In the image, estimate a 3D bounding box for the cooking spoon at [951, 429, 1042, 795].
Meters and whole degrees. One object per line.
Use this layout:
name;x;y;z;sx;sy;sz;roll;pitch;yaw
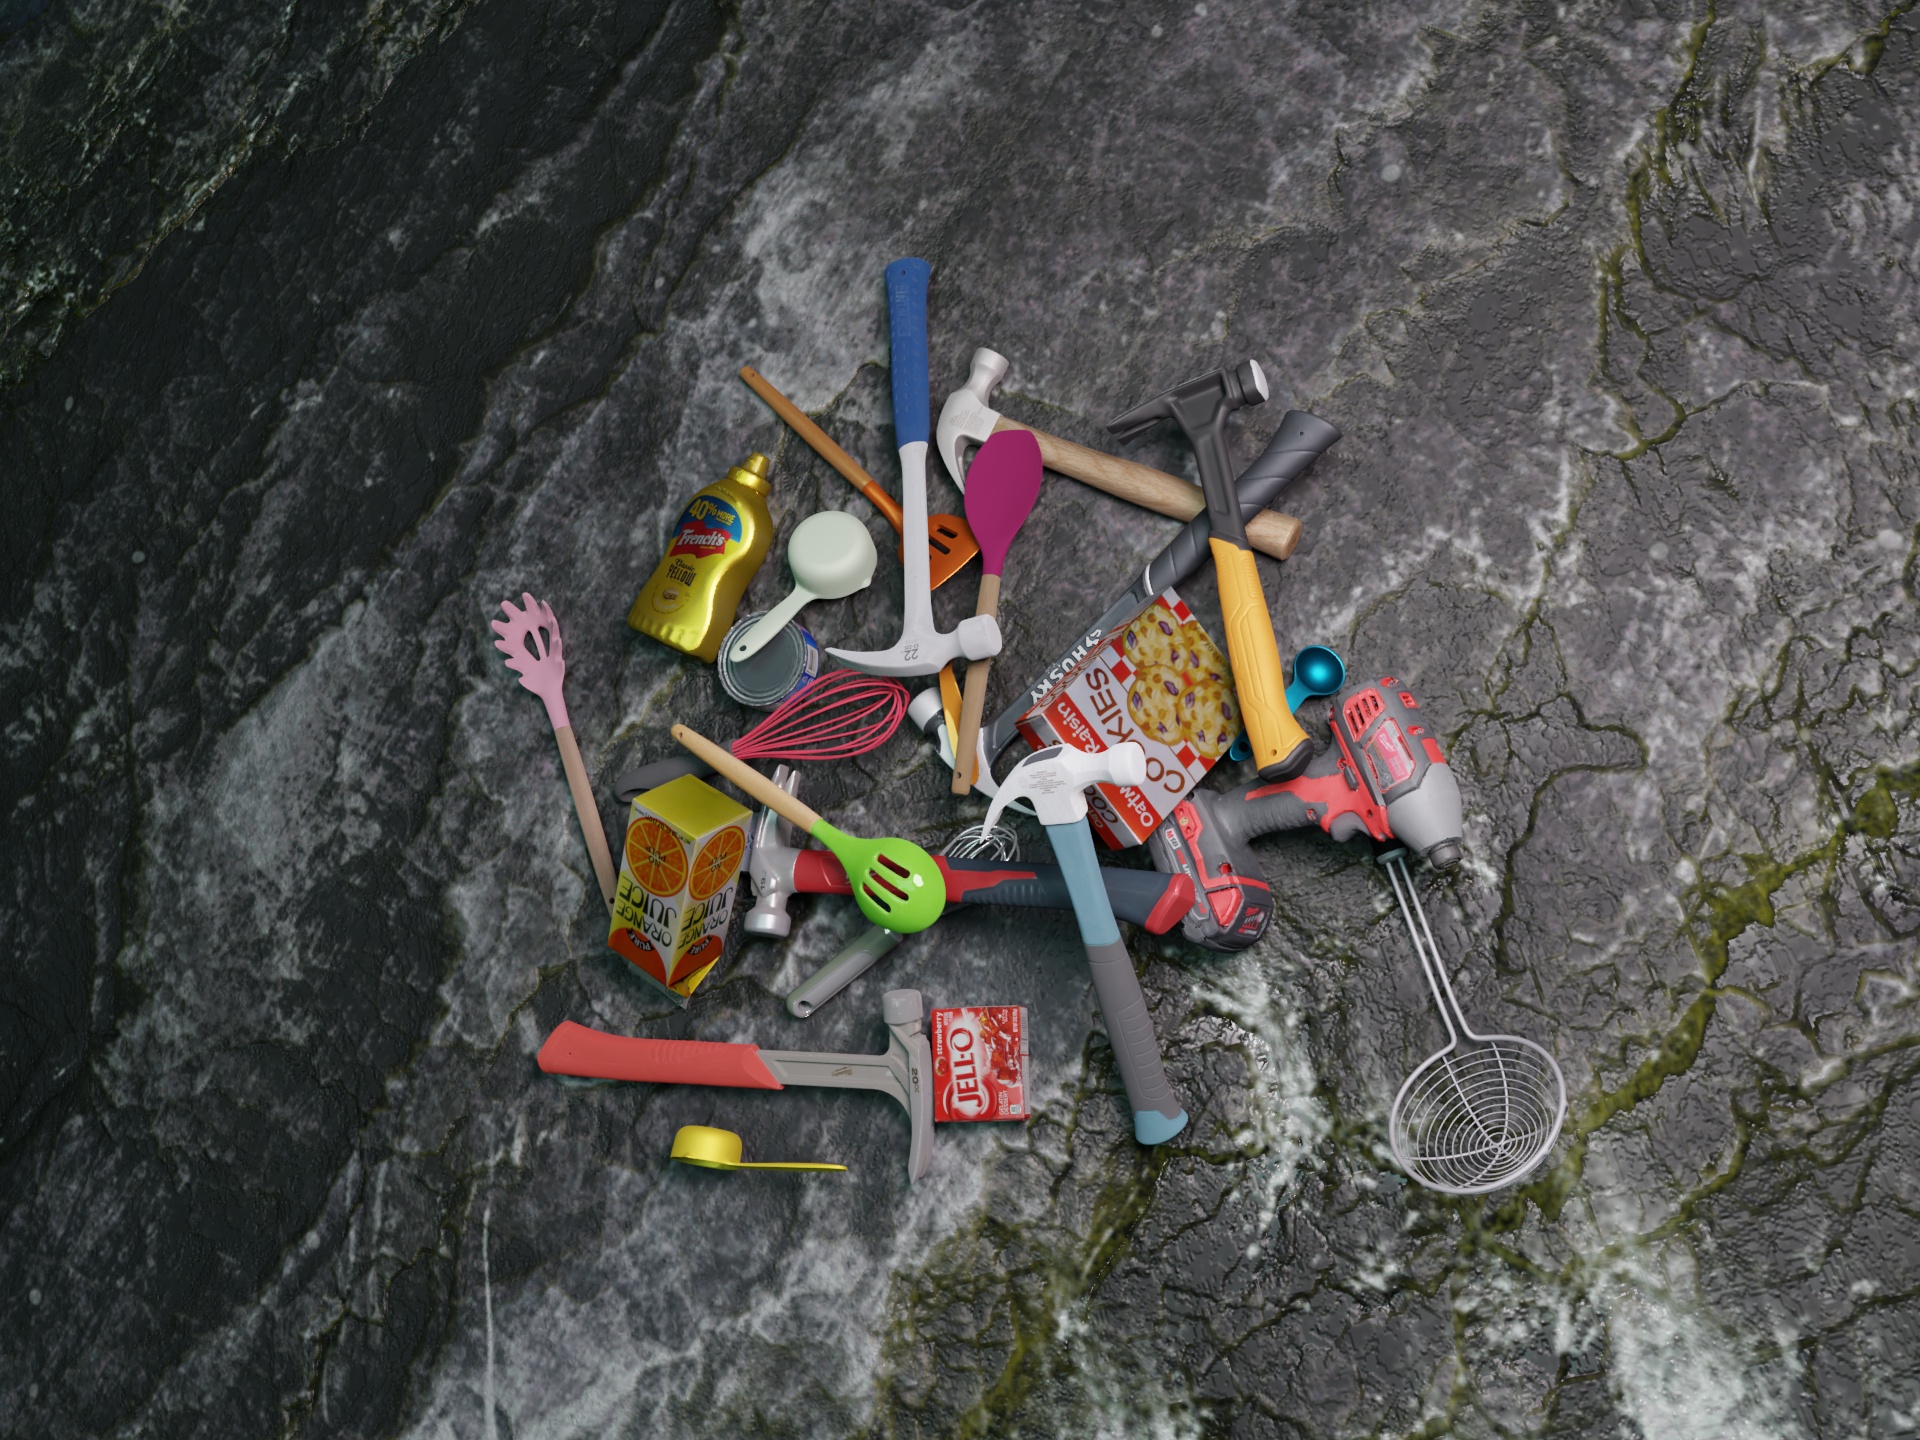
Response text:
cooking spoon;0.022;-0.093;1.300;0.069;0.017;0.319;1;72;24

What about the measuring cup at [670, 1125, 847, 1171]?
measuring cup;-0.161;0.347;1.285;0.156;0.062;0.029;-3;65;21

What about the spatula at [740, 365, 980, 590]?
spatula;-0.098;-0.226;1.409;0.081;0.041;0.323;-42;66;-7

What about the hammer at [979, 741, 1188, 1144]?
hammer;0.106;0.168;1.140;0.128;0.033;0.330;-6;115;28

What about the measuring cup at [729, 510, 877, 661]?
measuring cup;-0.142;-0.116;1.371;0.083;0.038;0.167;35;70;24

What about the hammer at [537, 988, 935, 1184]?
hammer;-0.191;0.294;1.314;0.359;0.036;0.149;-2;91;22

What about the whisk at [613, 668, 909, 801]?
whisk;-0.176;0.021;1.370;0.296;0.073;0.073;-19;72;20

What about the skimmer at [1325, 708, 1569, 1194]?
skimmer;0.323;0.152;1.140;0.127;0.090;0.363;-26;69;27

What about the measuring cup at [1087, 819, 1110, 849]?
measuring cup;0.140;0.023;1.254;0.173;0.095;0.052;-43;47;-17

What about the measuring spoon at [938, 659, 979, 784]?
measuring spoon;-0.002;-0.004;1.298;0.021;0.011;0.117;-17;81;23

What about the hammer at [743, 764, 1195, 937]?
hammer;-0.001;0.109;1.240;0.386;0.038;0.143;0;74;31

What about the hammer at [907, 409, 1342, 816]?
hammer;0.142;-0.092;1.271;0.409;0.036;0.149;-44;69;13

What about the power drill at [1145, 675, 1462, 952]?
power drill;0.254;0.078;1.156;0.219;0.078;0.143;-34;62;26

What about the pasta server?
pasta server;-0.357;0.030;1.443;0.060;0.040;0.316;-22;72;2

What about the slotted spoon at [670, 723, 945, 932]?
slotted spoon;-0.134;0.076;1.285;0.314;0.031;0.070;31;99;34

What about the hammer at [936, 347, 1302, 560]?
hammer;0.125;-0.203;1.328;0.331;0.031;0.130;25;86;23

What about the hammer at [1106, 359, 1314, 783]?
hammer;0.199;-0.109;1.191;0.127;0.034;0.337;-19;63;23

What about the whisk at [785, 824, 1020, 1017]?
whisk;-0.049;0.166;1.297;0.246;0.057;0.059;-40;26;12

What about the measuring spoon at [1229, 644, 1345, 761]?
measuring spoon;0.246;-0.009;1.222;0.042;0.021;0.128;45;69;8

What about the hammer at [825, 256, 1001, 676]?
hammer;-0.046;-0.221;1.351;0.144;0.035;0.406;-13;63;21
